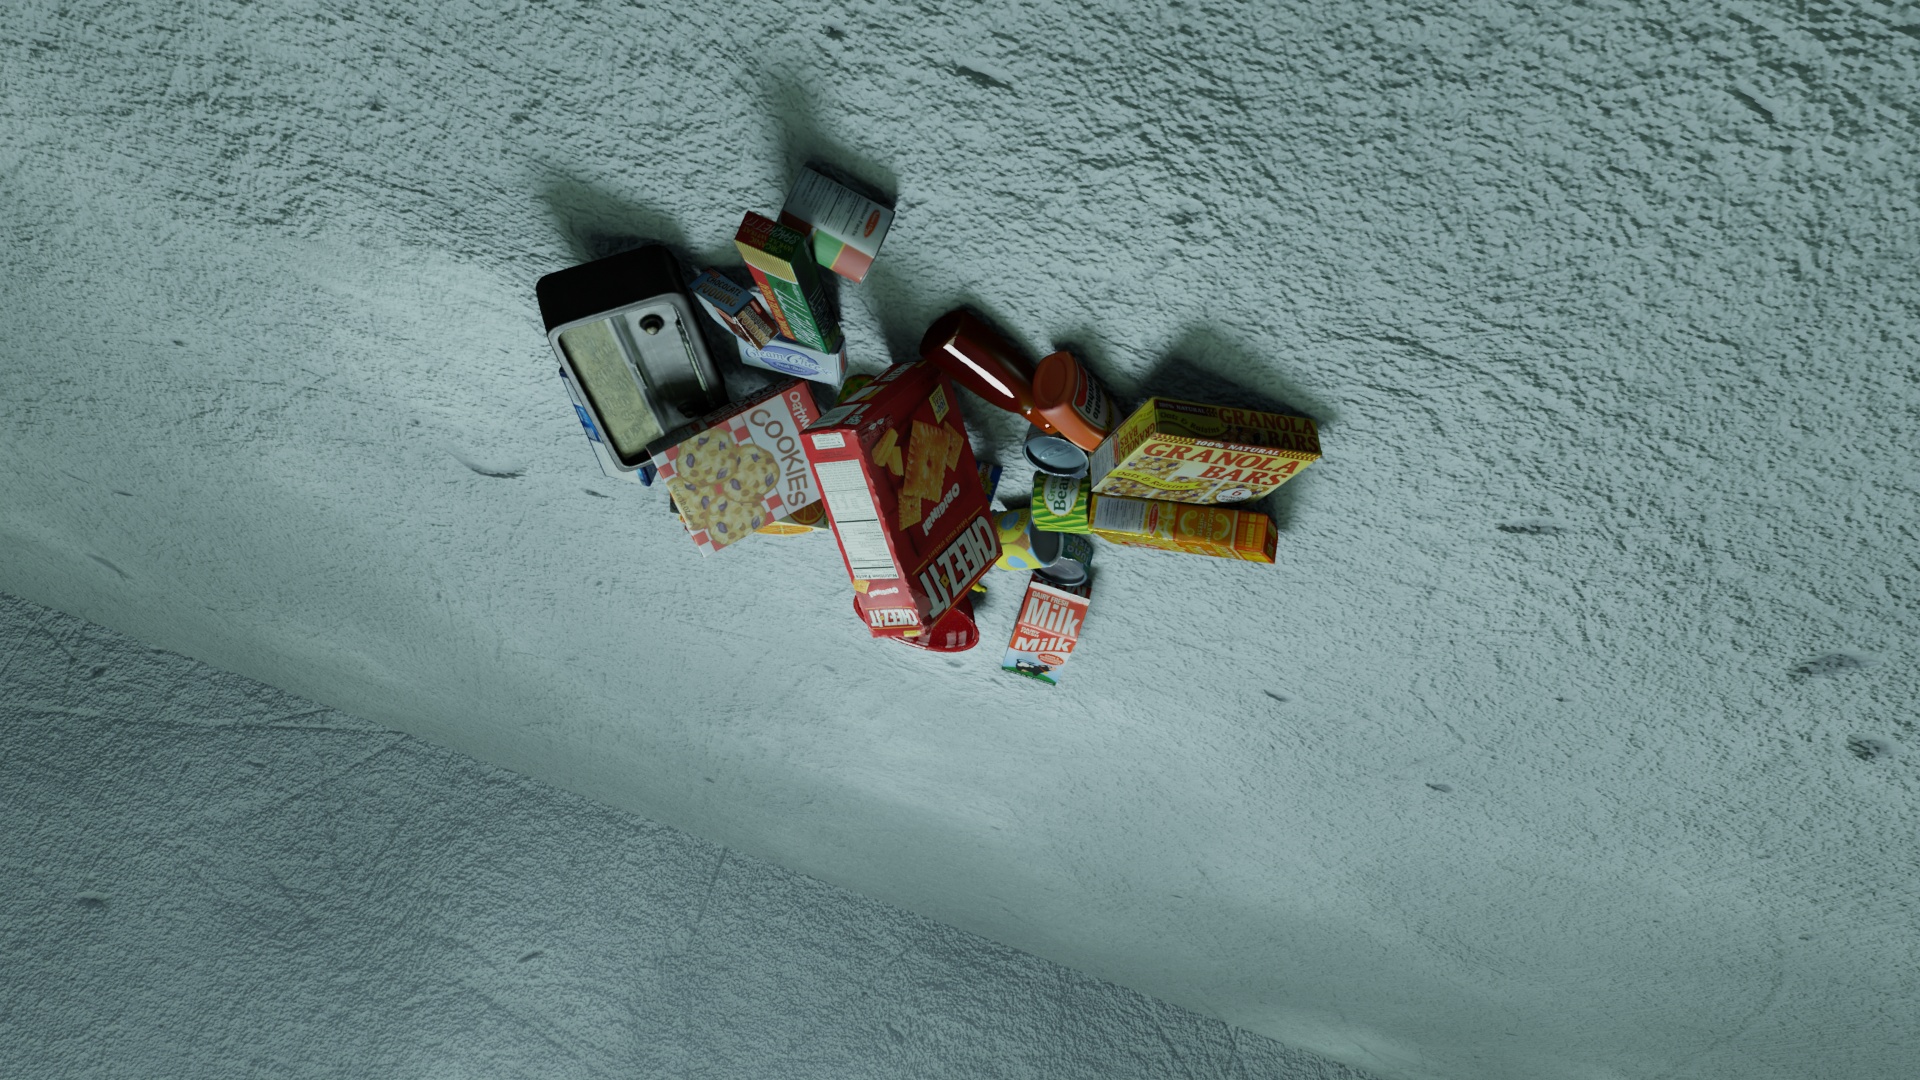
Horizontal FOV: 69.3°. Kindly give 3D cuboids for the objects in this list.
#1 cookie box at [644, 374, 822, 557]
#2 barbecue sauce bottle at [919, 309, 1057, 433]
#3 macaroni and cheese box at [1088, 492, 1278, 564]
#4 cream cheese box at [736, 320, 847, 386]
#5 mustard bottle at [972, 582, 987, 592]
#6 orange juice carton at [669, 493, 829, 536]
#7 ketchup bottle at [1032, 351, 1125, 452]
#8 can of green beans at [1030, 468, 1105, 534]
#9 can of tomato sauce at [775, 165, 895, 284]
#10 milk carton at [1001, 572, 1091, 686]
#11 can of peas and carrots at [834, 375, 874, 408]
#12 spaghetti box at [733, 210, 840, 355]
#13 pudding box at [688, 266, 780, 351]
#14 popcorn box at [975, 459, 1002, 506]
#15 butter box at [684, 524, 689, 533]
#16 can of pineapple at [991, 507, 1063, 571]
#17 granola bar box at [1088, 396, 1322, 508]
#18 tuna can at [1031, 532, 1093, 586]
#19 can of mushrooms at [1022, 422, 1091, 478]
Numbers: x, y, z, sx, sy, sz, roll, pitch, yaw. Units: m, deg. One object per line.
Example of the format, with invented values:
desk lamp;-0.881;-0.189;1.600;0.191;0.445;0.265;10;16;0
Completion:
cookie box;-0.208;-0.075;1.381;0.040;0.168;0.122;45;159;58
barbecue sauce bottle;0.036;-0.149;1.261;0.148;0.044;0.064;33;149;-27
macaroni and cheese box;0.220;-0.012;1.357;0.166;0.040;0.123;7;176;18
cream cheese box;-0.162;-0.183;1.336;0.104;0.024;0.053;14;151;7
mustard bottle;-0.030;0.023;1.601;0.160;0.049;0.065;31;151;-23
orange juice carton;-0.233;-0.052;1.481;0.073;0.072;0.193;-9;168;39
ketchup bottle;0.120;-0.110;1.266;0.043;0.065;0.148;-13;149;31
can of green beans;0.108;-0.041;1.389;0.058;0.071;0.071;5;149;22
can of tomato sauce;-0.105;-0.255;1.128;0.083;0.071;0.071;25;151;-12
milk carton;0.102;0.097;1.629;0.072;0.074;0.189;17;153;2
can of peas and carrots;-0.092;-0.121;1.368;0.071;0.059;0.070;13;151;8
spaghetti box;-0.142;-0.212;1.176;0.050;0.029;0.249;24;173;5
pudding box;-0.206;-0.211;1.265;0.084;0.030;0.049;37;167;41
popcorn box;0.005;-0.018;1.468;0.038;0.085;0.126;18;152;-2
butter box;-0.263;-0.050;1.548;0.024;0.104;0.053;44;145;-25
can of pineapple;0.068;-0.003;1.480;0.058;0.071;0.071;-8;143;38
granola bar box;0.215;-0.076;1.236;0.166;0.039;0.123;6;156;-21
tuna can;0.113;0.020;1.529;0.071;0.033;0.070;14;152;8
can of mushrooms;0.097;-0.091;1.339;0.071;0.033;0.070;14;151;8
